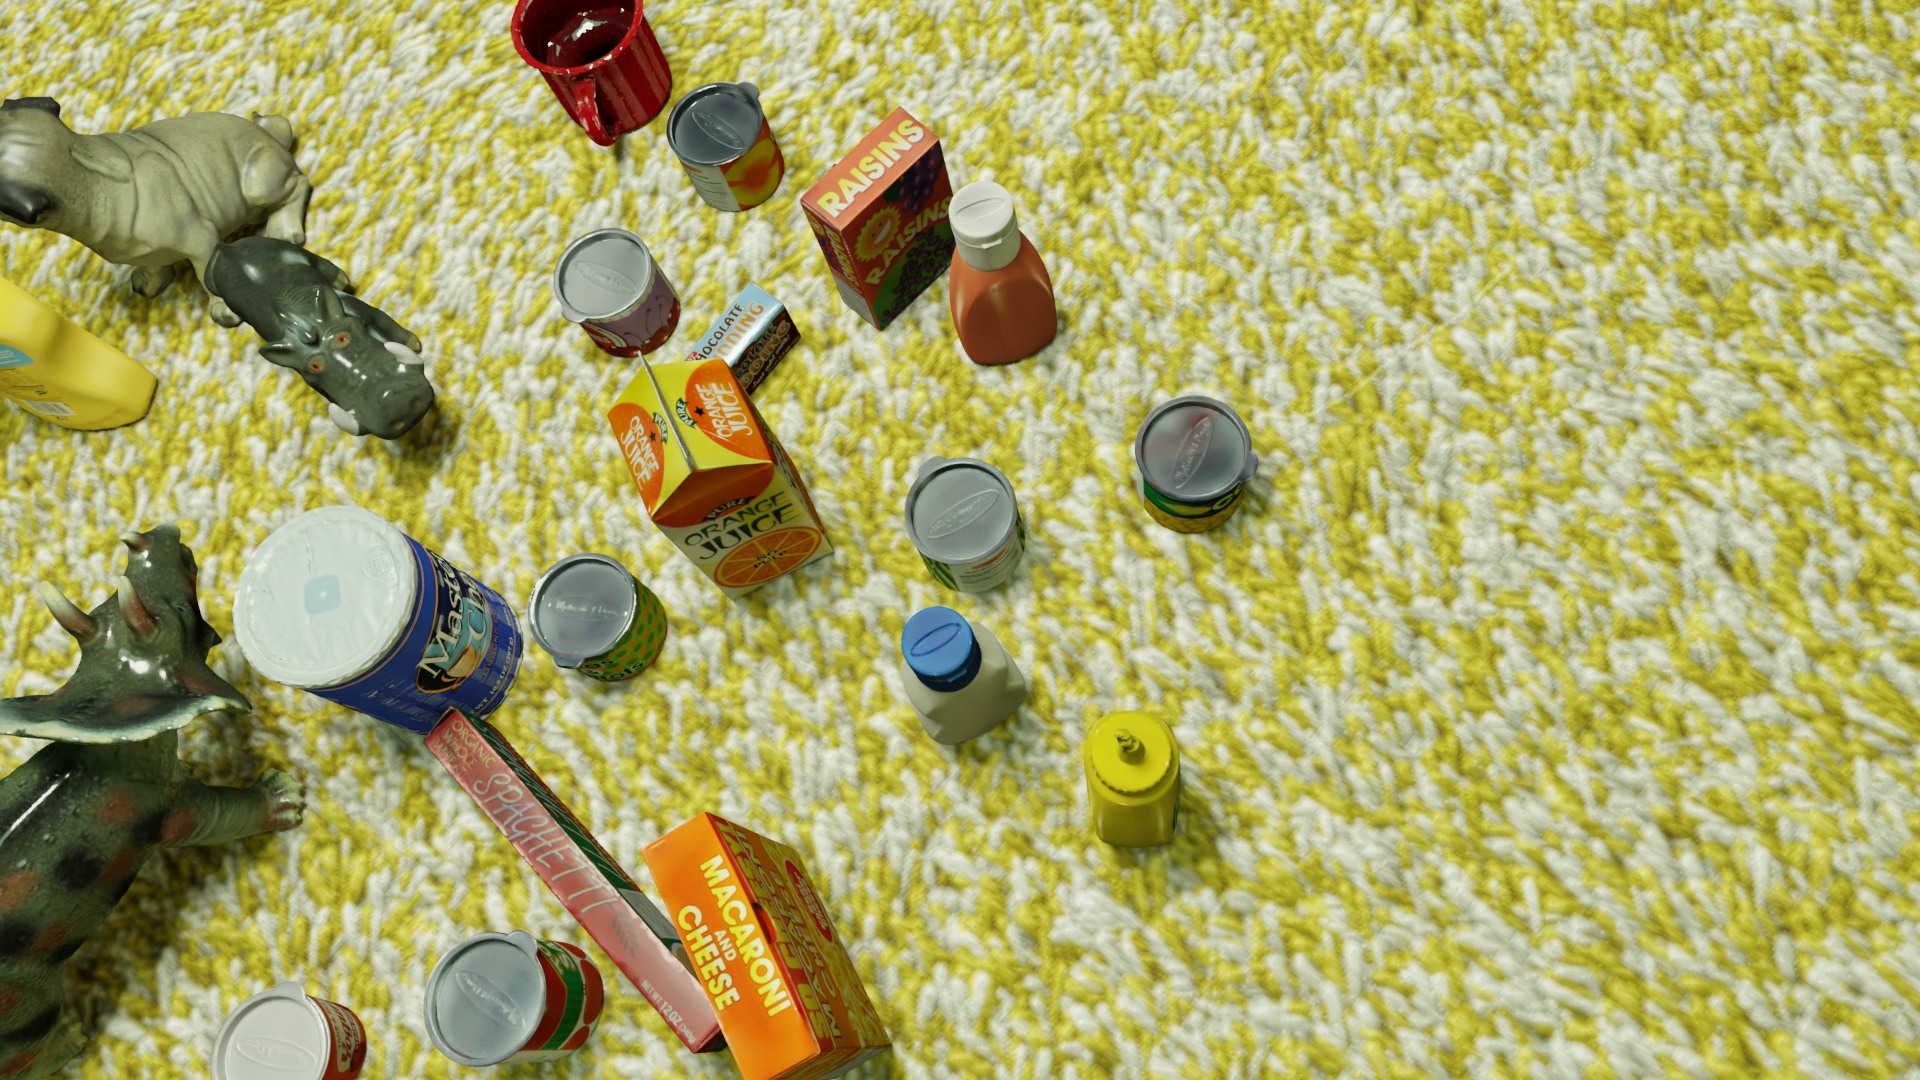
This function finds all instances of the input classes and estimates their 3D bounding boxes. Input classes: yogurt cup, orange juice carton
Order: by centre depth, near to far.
[{"bbox_3d":[-0.371,0.286,0.775,0.072,0.053,0.072,-3,70,7],"label":"yogurt cup"},{"bbox_3d":[-0.137,-0.037,0.785,0.073,0.192,0.072,-26,69,-1],"label":"orange juice carton"}]

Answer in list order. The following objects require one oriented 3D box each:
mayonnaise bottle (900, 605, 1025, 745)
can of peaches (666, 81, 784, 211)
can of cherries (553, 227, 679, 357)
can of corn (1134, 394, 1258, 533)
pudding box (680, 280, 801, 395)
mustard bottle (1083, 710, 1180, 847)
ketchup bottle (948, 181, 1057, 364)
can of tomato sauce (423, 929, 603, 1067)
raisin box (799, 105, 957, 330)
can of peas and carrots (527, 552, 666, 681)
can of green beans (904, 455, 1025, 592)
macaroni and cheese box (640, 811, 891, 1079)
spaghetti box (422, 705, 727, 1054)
[{"bbox_3d":[-0.002,0.072,0.750,0.065,0.147,0.041,-31,70,-3],"label":"mayonnaise bottle"},{"bbox_3d":[-0.156,-0.268,0.942,0.071,0.058,0.071,-3,70,7],"label":"can of peaches"},{"bbox_3d":[-0.227,-0.160,0.913,0.071,0.058,0.071,-3,70,7],"label":"can of cherries"},{"bbox_3d":[0.139,-0.043,0.820,0.071,0.058,0.071,-3,70,7],"label":"can of corn"},{"bbox_3d":[-0.144,-0.119,0.891,0.030,0.049,0.084,35,79,18],"label":"pudding box"},{"bbox_3d":[0.089,0.119,0.714,0.049,0.159,0.065,-1,71,8],"label":"mustard bottle"},{"bbox_3d":[0.022,-0.157,0.829,0.065,0.148,0.043,-18,69,2],"label":"ketchup bottle"},{"bbox_3d":[-0.239,0.248,0.755,0.071,0.083,0.071,-3,70,7],"label":"can of tomato sauce"},{"bbox_3d":[-0.045,-0.198,0.867,0.086,0.123,0.040,-45,71,-8],"label":"raisin box"},{"bbox_3d":[-0.217,0.050,0.836,0.071,0.058,0.071,-3,70,7],"label":"can of peas and carrots"},{"bbox_3d":[0.004,-0.008,0.826,0.071,0.057,0.071,-3,70,7],"label":"can of green beans"},{"bbox_3d":[-0.093,0.209,0.704,0.040,0.166,0.124,-30,69,-3],"label":"macaroni and cheese box"},{"bbox_3d":[-0.214,0.190,0.790,0.250,0.050,0.029,41,81,19],"label":"spaghetti box"}]
